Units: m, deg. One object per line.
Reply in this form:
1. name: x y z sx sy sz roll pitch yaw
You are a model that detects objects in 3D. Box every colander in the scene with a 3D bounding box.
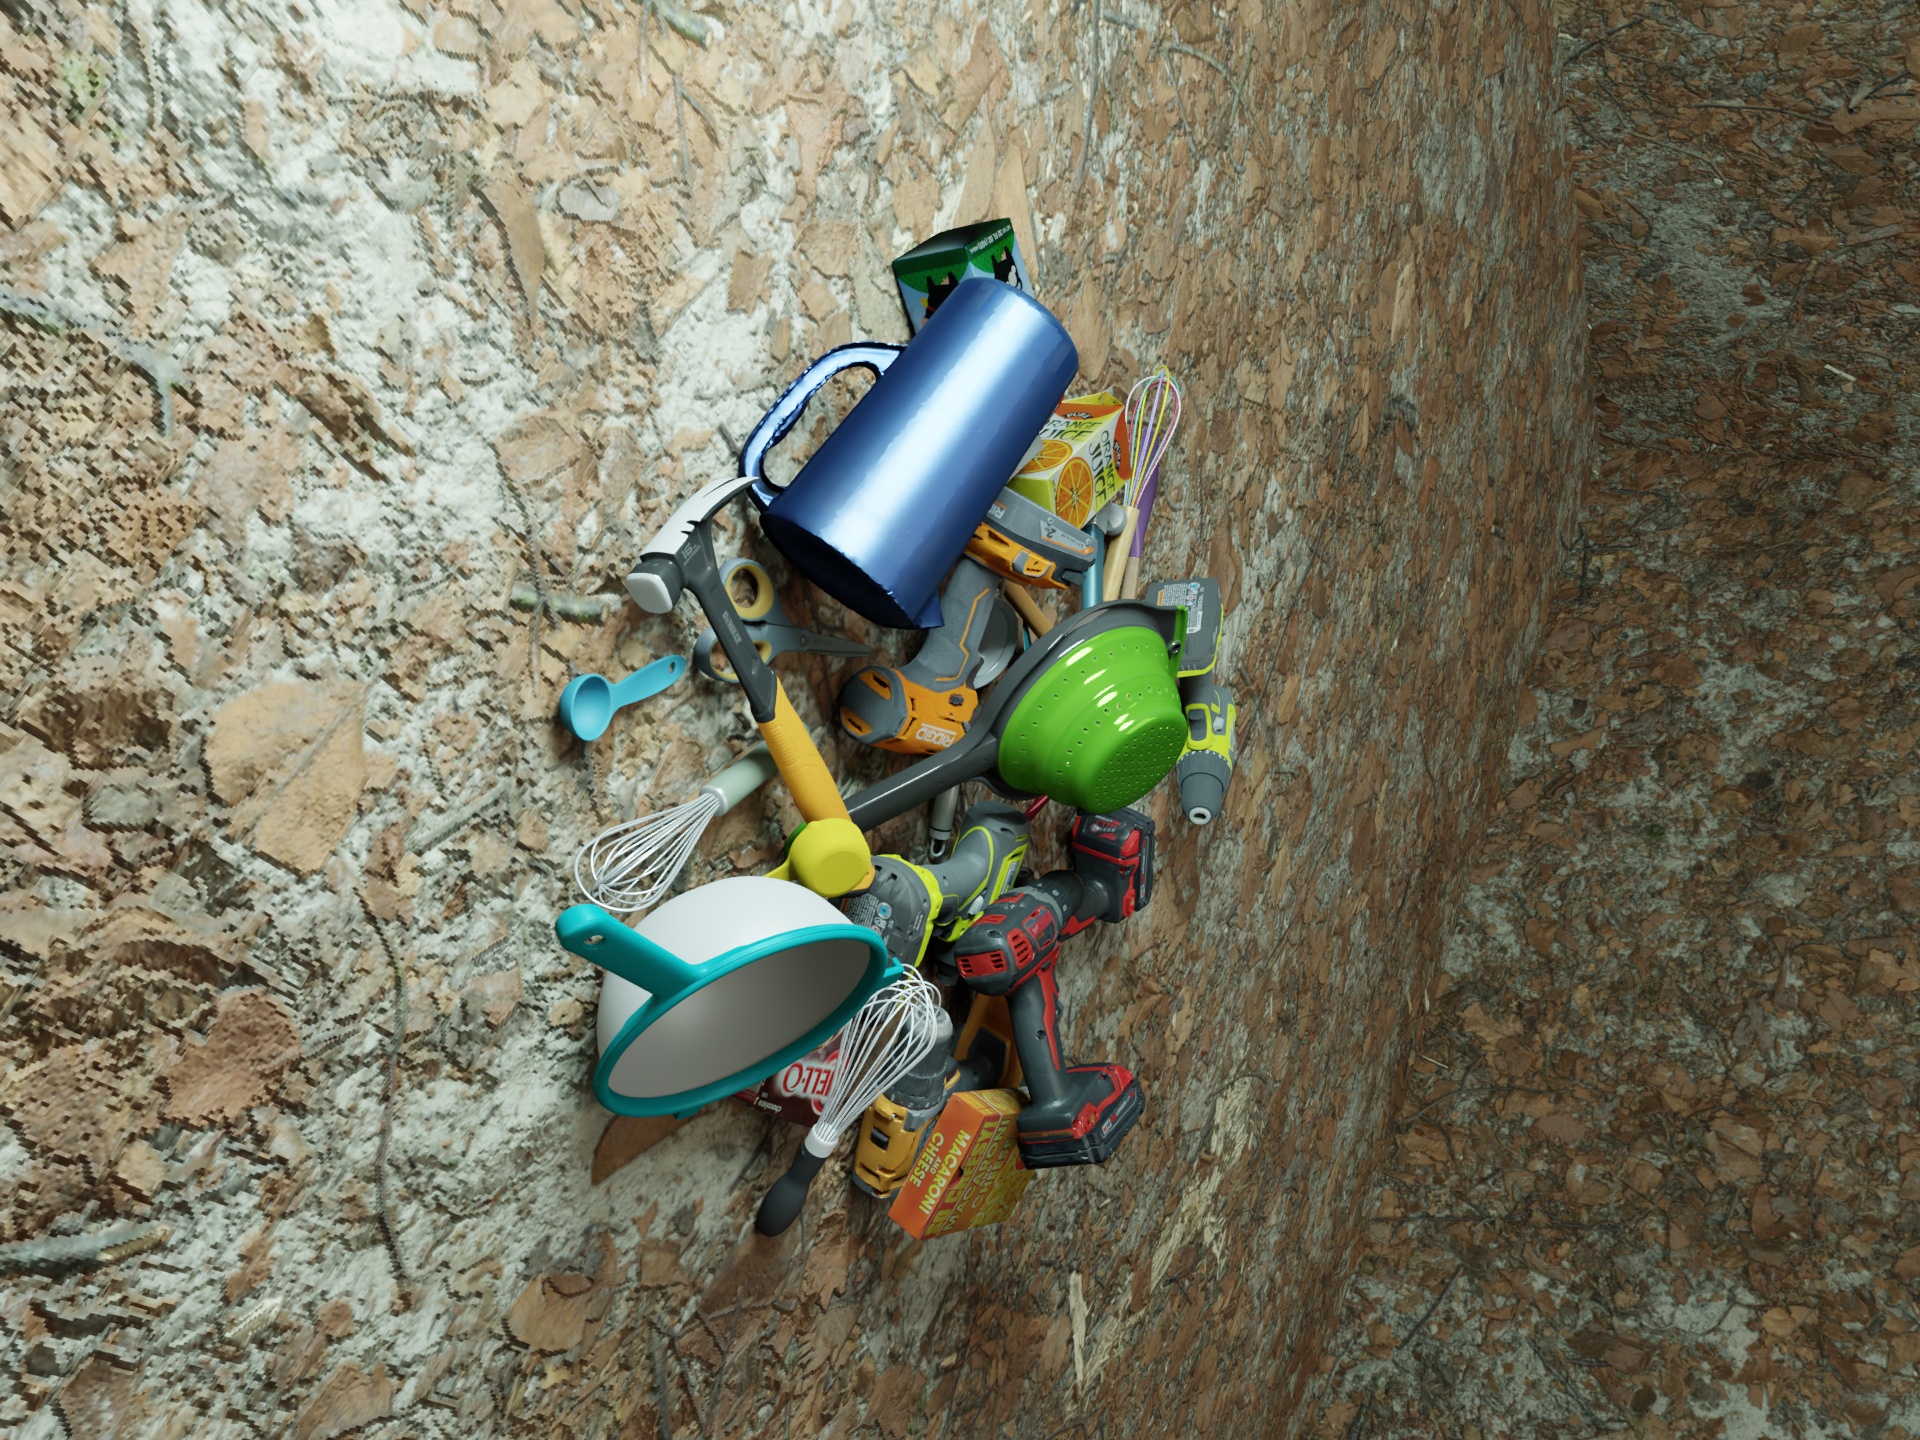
1. colander: 0.049 0.042 1.269 0.397 0.095 0.204 -27 145 -22

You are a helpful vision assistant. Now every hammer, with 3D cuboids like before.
1. hammer: 0.123 -0.070 1.472 0.128 0.033 0.331 34 53 -60
2. hammer: -0.126 -0.005 1.115 0.127 0.034 0.336 -60 141 -41

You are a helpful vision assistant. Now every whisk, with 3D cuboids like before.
1. whisk: -0.093 0.297 1.211 0.070 0.070 0.284 -16 141 -56
2. whisk: 0.174 -0.234 1.591 0.051 0.047 0.245 11 95 -48
3. whisk: -0.177 0.059 1.101 0.246 0.059 0.057 -42 170 -50

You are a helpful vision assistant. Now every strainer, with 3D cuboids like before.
1. strainer: -0.179 0.146 1.012 0.211 0.095 0.340 -33 152 1
2. strainer: -0.002 -0.004 1.370 0.086 0.050 0.258 0 106 -38

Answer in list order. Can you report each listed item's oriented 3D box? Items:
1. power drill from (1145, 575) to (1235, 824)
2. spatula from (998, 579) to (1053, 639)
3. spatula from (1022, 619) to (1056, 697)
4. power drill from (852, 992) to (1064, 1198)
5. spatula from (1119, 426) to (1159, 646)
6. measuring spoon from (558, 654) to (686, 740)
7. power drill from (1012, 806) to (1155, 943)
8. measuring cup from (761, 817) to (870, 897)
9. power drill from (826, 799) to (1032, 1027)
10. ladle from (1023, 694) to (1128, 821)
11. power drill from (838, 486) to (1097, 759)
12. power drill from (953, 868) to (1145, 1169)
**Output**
1. power drill: 0.251 -0.020 1.707 0.191 0.080 0.228 -75 155 -48
2. spatula: 0.034 -0.136 1.362 0.322 0.041 0.081 48 41 -45
3. spatula: 0.128 -0.021 1.557 0.317 0.044 0.082 19 63 -54
4. power drill: 0.000 0.296 1.397 0.226 0.084 0.185 -24 136 -51
5. spatula: 0.176 -0.142 1.641 0.059 0.018 0.316 4 95 -62
6. measuring spoon: -0.221 -0.022 1.032 0.128 0.021 0.042 -36 128 -61
7. power drill: 0.104 0.170 1.562 0.220 0.079 0.143 -35 133 -45
8. measuring cup: -0.133 0.125 1.126 0.156 0.029 0.062 -31 131 -10
9. power drill: -0.028 0.168 1.335 0.223 0.080 0.171 -14 126 -60
10. ladle: 0.101 0.044 1.506 0.315 0.031 0.069 -51 159 -18
11. power drill: 0.013 -0.069 1.277 0.164 0.084 0.226 18 106 -54
12. power drill: 0.083 0.247 1.367 0.188 0.080 0.226 -30 103 -59
